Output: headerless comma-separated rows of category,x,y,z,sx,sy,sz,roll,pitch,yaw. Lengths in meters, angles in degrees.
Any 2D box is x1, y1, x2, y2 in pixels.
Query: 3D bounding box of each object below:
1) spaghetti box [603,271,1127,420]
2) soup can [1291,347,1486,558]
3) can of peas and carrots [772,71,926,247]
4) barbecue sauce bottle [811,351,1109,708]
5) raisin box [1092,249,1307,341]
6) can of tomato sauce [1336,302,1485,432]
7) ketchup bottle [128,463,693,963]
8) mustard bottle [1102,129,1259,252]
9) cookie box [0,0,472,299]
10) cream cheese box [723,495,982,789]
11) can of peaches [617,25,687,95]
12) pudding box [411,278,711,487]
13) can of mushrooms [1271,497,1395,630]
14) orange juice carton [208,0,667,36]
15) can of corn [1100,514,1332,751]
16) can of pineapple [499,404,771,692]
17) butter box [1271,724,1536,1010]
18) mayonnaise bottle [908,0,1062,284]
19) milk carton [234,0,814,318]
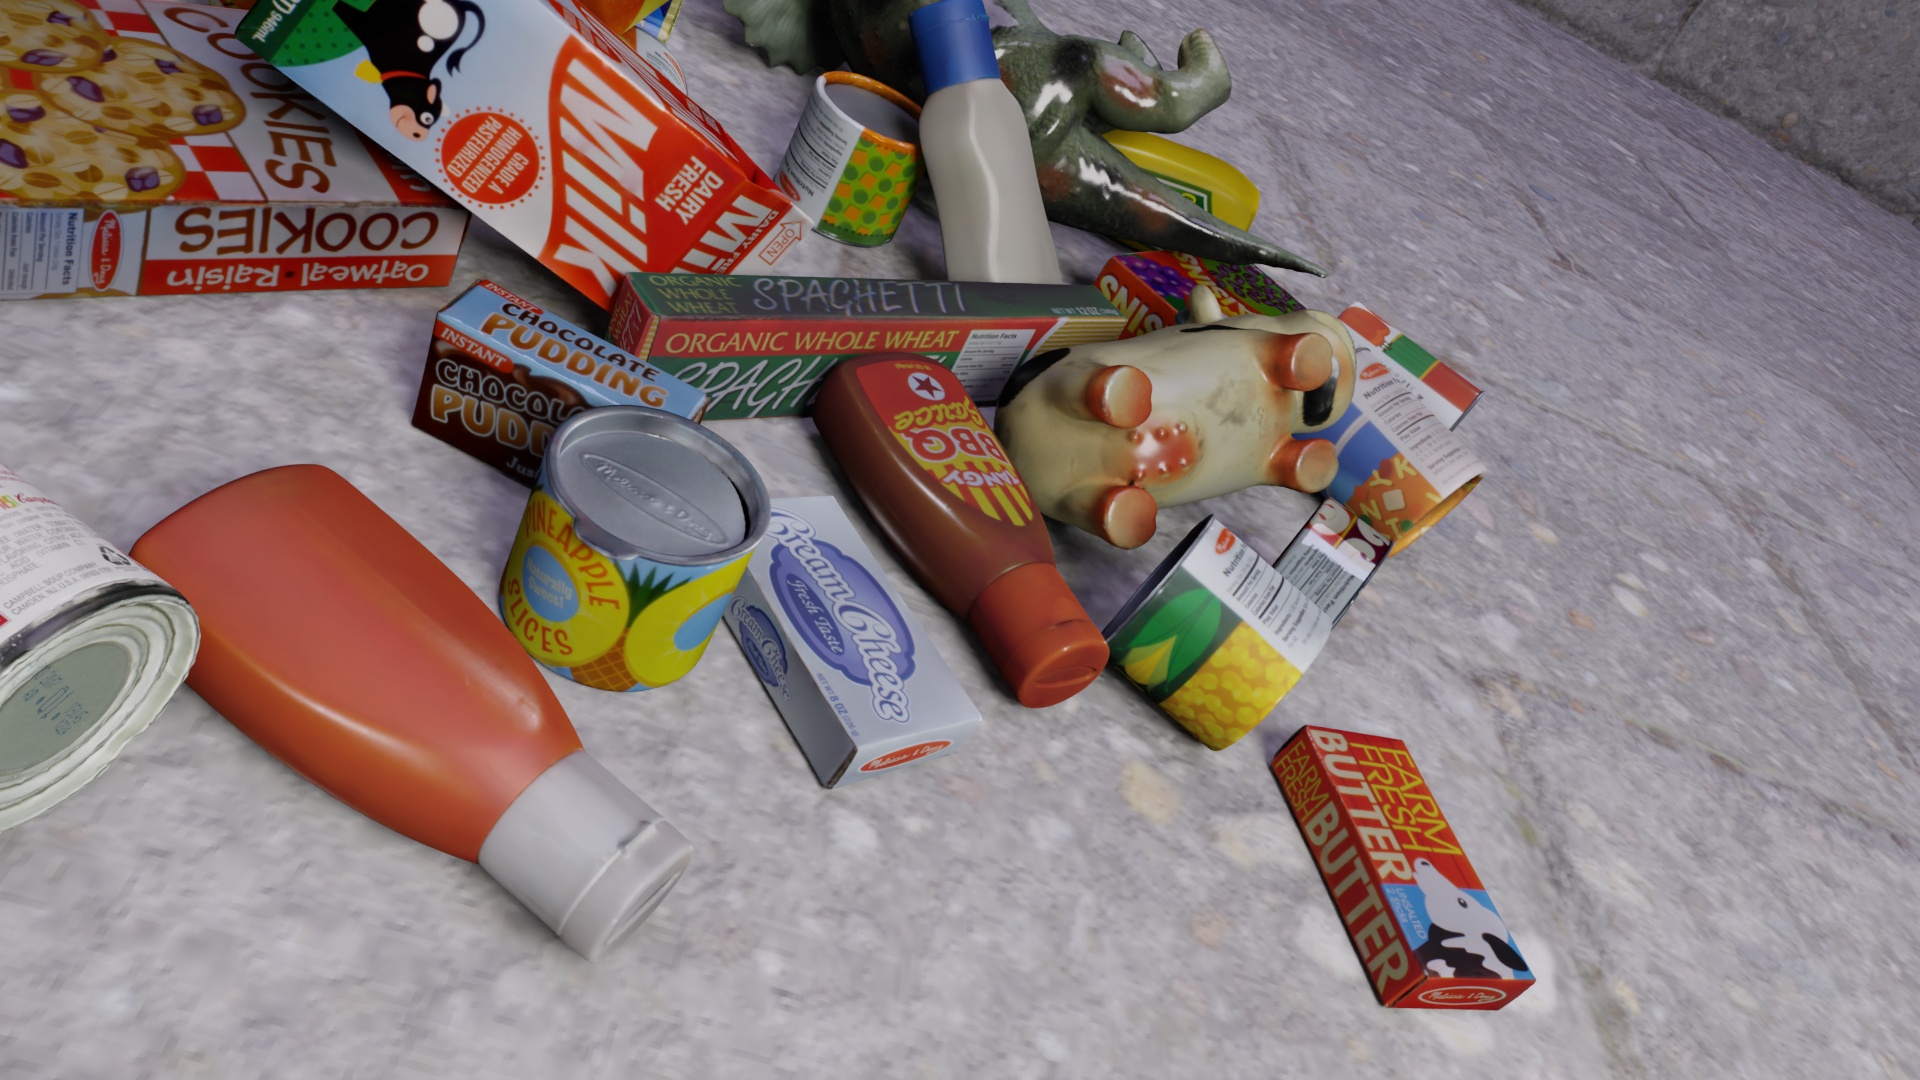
spaghetti box,-0.030,-0.080,0.571,0.251,0.050,0.029,-8,49,-42
soup can,0.203,-0.041,0.685,0.071,0.071,0.084,-18,62,-48
can of peas and carrots,-0.049,-0.187,0.680,0.071,0.058,0.071,20,37,-16
barbecue sauce bottle,0.002,-0.006,0.510,0.065,0.043,0.149,-2,47,-39
raisin box,0.134,-0.119,0.751,0.086,0.040,0.124,46,36,20
can of tomato sauce,0.227,-0.079,0.749,0.083,0.070,0.071,40,36,13
ketchup bottle,-0.134,0.043,0.348,0.149,0.043,0.065,38,36,9
mustard bottle,0.093,-0.211,0.818,0.160,0.065,0.049,21,37,-3
cookie box,-0.270,-0.136,0.466,0.168,0.040,0.123,-13,54,-46
cream cheese box,-0.042,0.029,0.450,0.053,0.024,0.104,-6,50,-43
can of peaches,-0.149,-0.175,0.587,0.071,0.071,0.058,12,40,-26
pudding box,-0.129,-0.043,0.451,0.084,0.049,0.030,28,36,-5
can of mushrooms,0.144,0.017,0.570,0.033,0.070,0.071,37,35,10
orange juice carton,-0.198,-0.247,0.556,0.193,0.071,0.073,-4,52,-2
can of corn,0.090,0.035,0.506,0.058,0.070,0.071,41,35,3
can of pineapple,-0.098,0.003,0.411,0.071,0.057,0.071,20,36,-15
butter box,0.154,0.115,0.493,0.053,0.024,0.104,11,40,-28
mayonnaise bottle,0.009,-0.175,0.652,0.065,0.041,0.147,-25,104,-54
milk carton,-0.144,-0.148,0.497,0.190,0.072,0.074,38,14,-32
